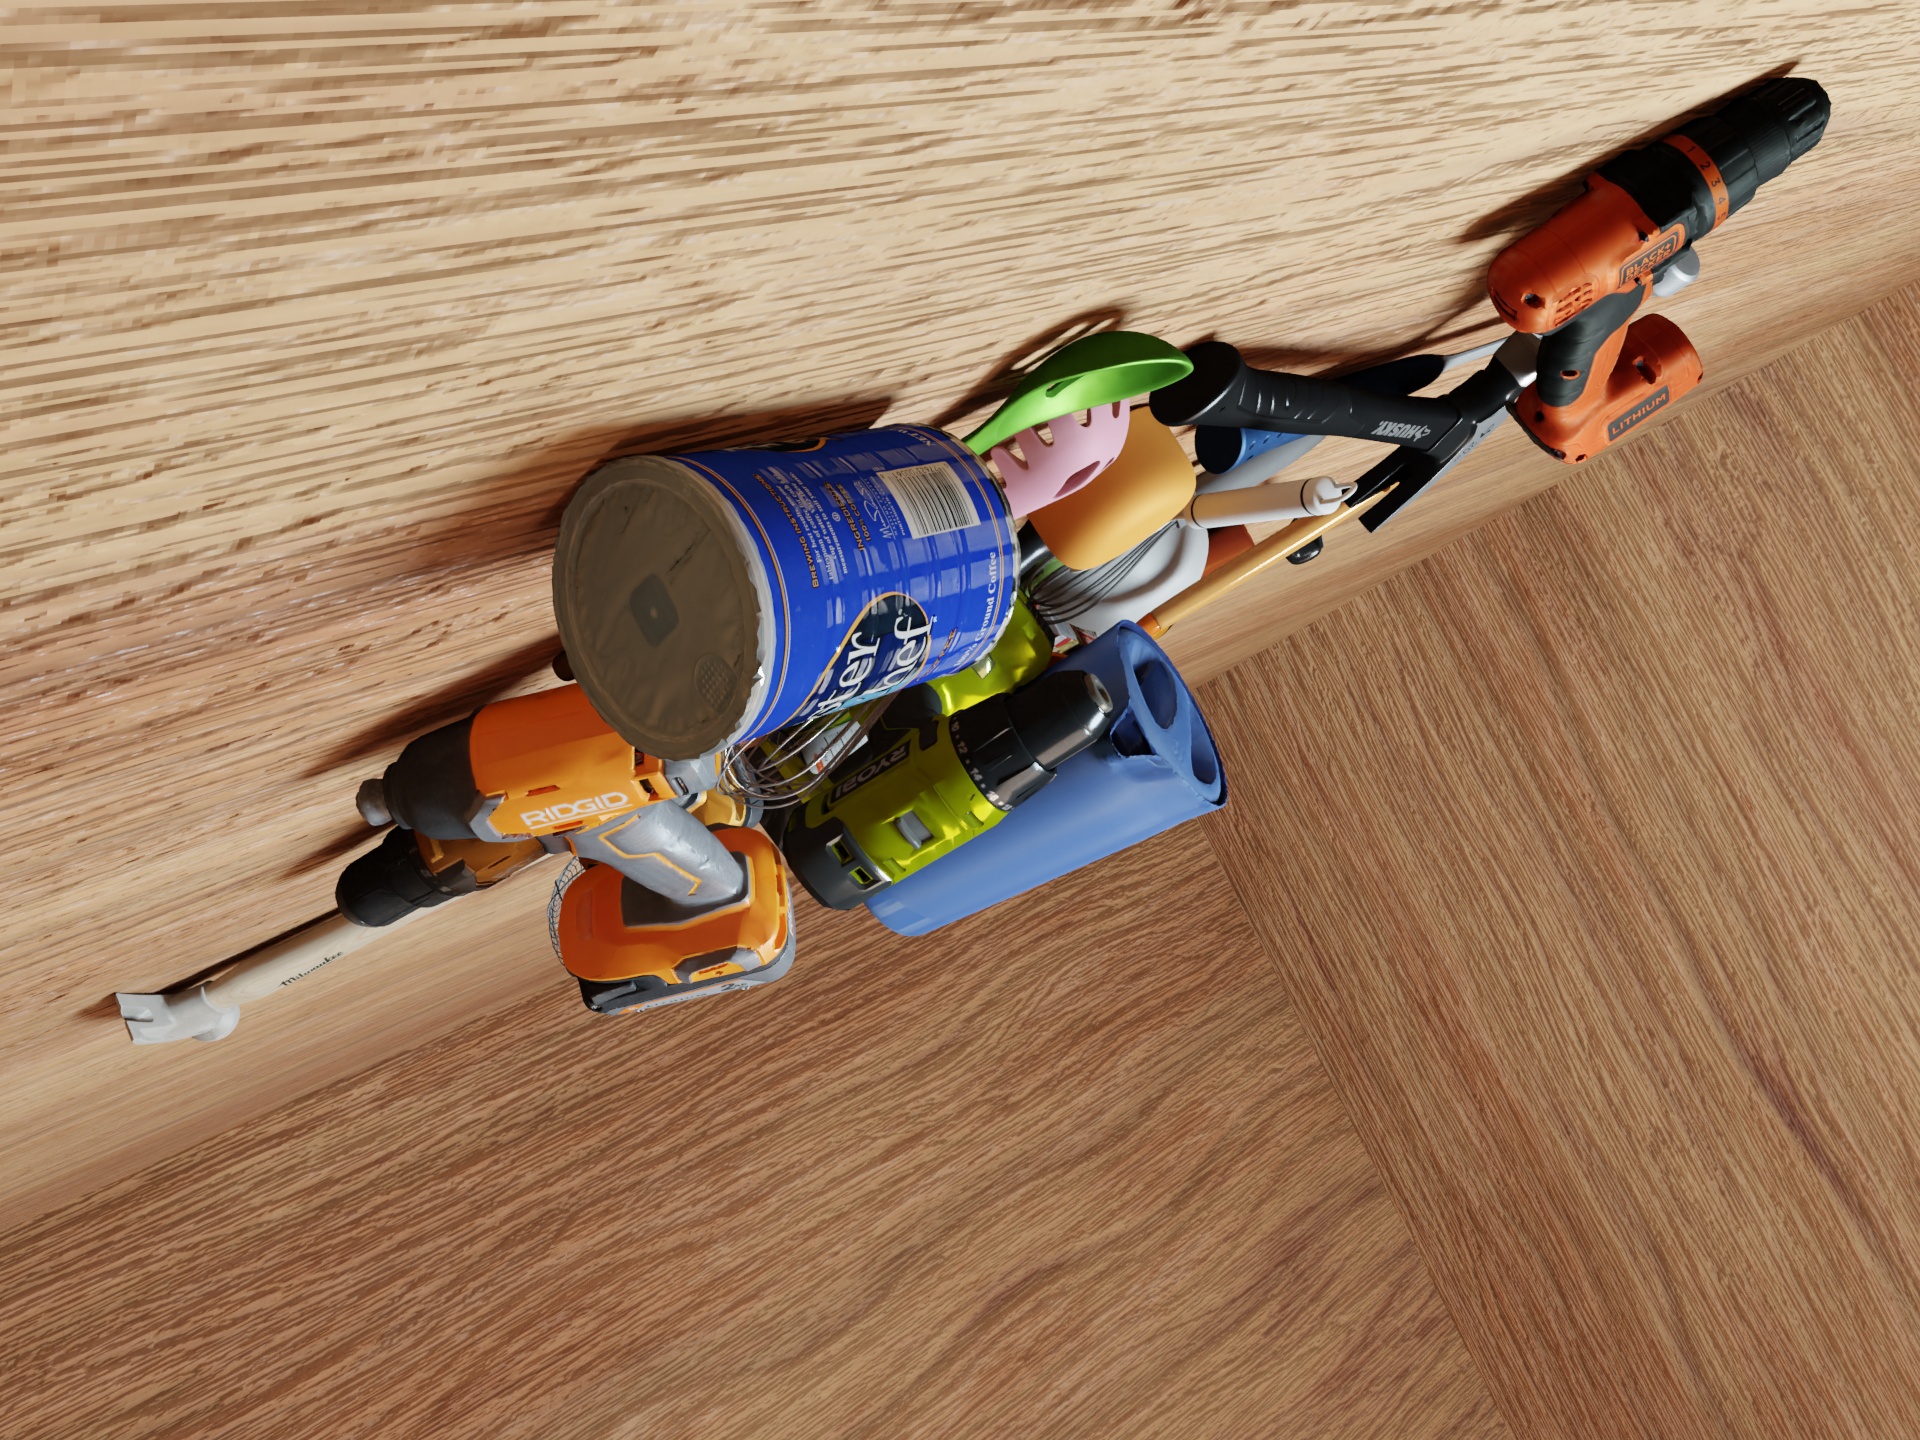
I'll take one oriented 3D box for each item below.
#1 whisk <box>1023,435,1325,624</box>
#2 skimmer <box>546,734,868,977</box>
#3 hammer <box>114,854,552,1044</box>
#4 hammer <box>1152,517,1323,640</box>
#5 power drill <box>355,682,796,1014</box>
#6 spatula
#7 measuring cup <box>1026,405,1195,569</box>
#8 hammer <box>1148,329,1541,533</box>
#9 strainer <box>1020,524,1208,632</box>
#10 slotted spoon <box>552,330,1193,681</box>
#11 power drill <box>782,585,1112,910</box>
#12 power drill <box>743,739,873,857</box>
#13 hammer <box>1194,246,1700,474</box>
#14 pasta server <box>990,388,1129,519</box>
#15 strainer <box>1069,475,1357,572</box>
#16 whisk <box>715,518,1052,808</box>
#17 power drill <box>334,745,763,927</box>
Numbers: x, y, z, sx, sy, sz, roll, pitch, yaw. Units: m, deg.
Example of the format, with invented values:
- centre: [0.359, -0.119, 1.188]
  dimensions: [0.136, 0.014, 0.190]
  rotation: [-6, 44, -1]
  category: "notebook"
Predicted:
- centre: [0.135, -0.136, 1.022]
  dimensions: [0.239, 0.055, 0.055]
  rotation: [-31, 174, 2]
  category: "whisk"
- centre: [-0.194, 0.094, 1.375]
  dimensions: [0.363, 0.090, 0.127]
  rotation: [-28, -153, -13]
  category: "skimmer"
- centre: [-0.360, 0.116, 1.091]
  dimensions: [0.410, 0.038, 0.146]
  rotation: [-26, 173, -9]
  category: "hammer"
- centre: [0.138, -0.066, 1.270]
  dimensions: [0.337, 0.034, 0.127]
  rotation: [-33, 168, 11]
  category: "hammer"
- centre: [-0.179, 0.064, 0.785]
  dimensions: [0.164, 0.084, 0.226]
  rotation: [-13, 145, 3]
  category: "power drill"
- centre: [0.148, -0.086, 1.066]
  dimensions: [0.322, 0.041, 0.080]
  rotation: [-31, 136, 8]
  category: "spatula"
- centre: [0.045, -0.093, 0.830]
  dimensions: [0.173, 0.052, 0.095]
  rotation: [-35, 174, 5]
  category: "measuring cup"
- centre: [0.204, -0.164, 0.865]
  dimensions: [0.334, 0.035, 0.146]
  rotation: [-8, 148, -50]
  category: "hammer"
- centre: [0.117, -0.093, 1.173]
  dimensions: [0.151, 0.069, 0.256]
  rotation: [-26, 173, -5]
  category: "strainer"
- centre: [-0.048, -0.089, 0.681]
  dimensions: [0.314, 0.031, 0.070]
  rotation: [-26, 175, 16]
  category: "slotted spoon"
- centre: [-0.001, -0.003, 0.918]
  dimensions: [0.190, 0.080, 0.229]
  rotation: [-32, -159, 17]
  category: "power drill"
- centre: [-0.052, 0.010, 1.147]
  dimensions: [0.223, 0.080, 0.171]
  rotation: [-37, 158, -8]
  category: "power drill"
- centre: [0.300, -0.221, 1.009]
  dimensions: [0.405, 0.035, 0.144]
  rotation: [-23, 173, -32]
  category: "hammer"
- centre: [-0.030, -0.087, 0.806]
  dimensions: [0.316, 0.040, 0.060]
  rotation: [-26, 176, 43]
  category: "pasta server"
- centre: [0.128, -0.117, 0.874]
  dimensions: [0.087, 0.050, 0.258]
  rotation: [-39, -161, -21]
  category: "strainer"
- centre: [-0.020, -0.050, 0.869]
  dimensions: [0.284, 0.070, 0.070]
  rotation: [-39, 176, -9]
  category: "whisk"
- centre: [-0.242, 0.065, 0.953]
  dimensions: [0.185, 0.084, 0.226]
  rotation: [-29, 169, 19]
  category: "power drill"
